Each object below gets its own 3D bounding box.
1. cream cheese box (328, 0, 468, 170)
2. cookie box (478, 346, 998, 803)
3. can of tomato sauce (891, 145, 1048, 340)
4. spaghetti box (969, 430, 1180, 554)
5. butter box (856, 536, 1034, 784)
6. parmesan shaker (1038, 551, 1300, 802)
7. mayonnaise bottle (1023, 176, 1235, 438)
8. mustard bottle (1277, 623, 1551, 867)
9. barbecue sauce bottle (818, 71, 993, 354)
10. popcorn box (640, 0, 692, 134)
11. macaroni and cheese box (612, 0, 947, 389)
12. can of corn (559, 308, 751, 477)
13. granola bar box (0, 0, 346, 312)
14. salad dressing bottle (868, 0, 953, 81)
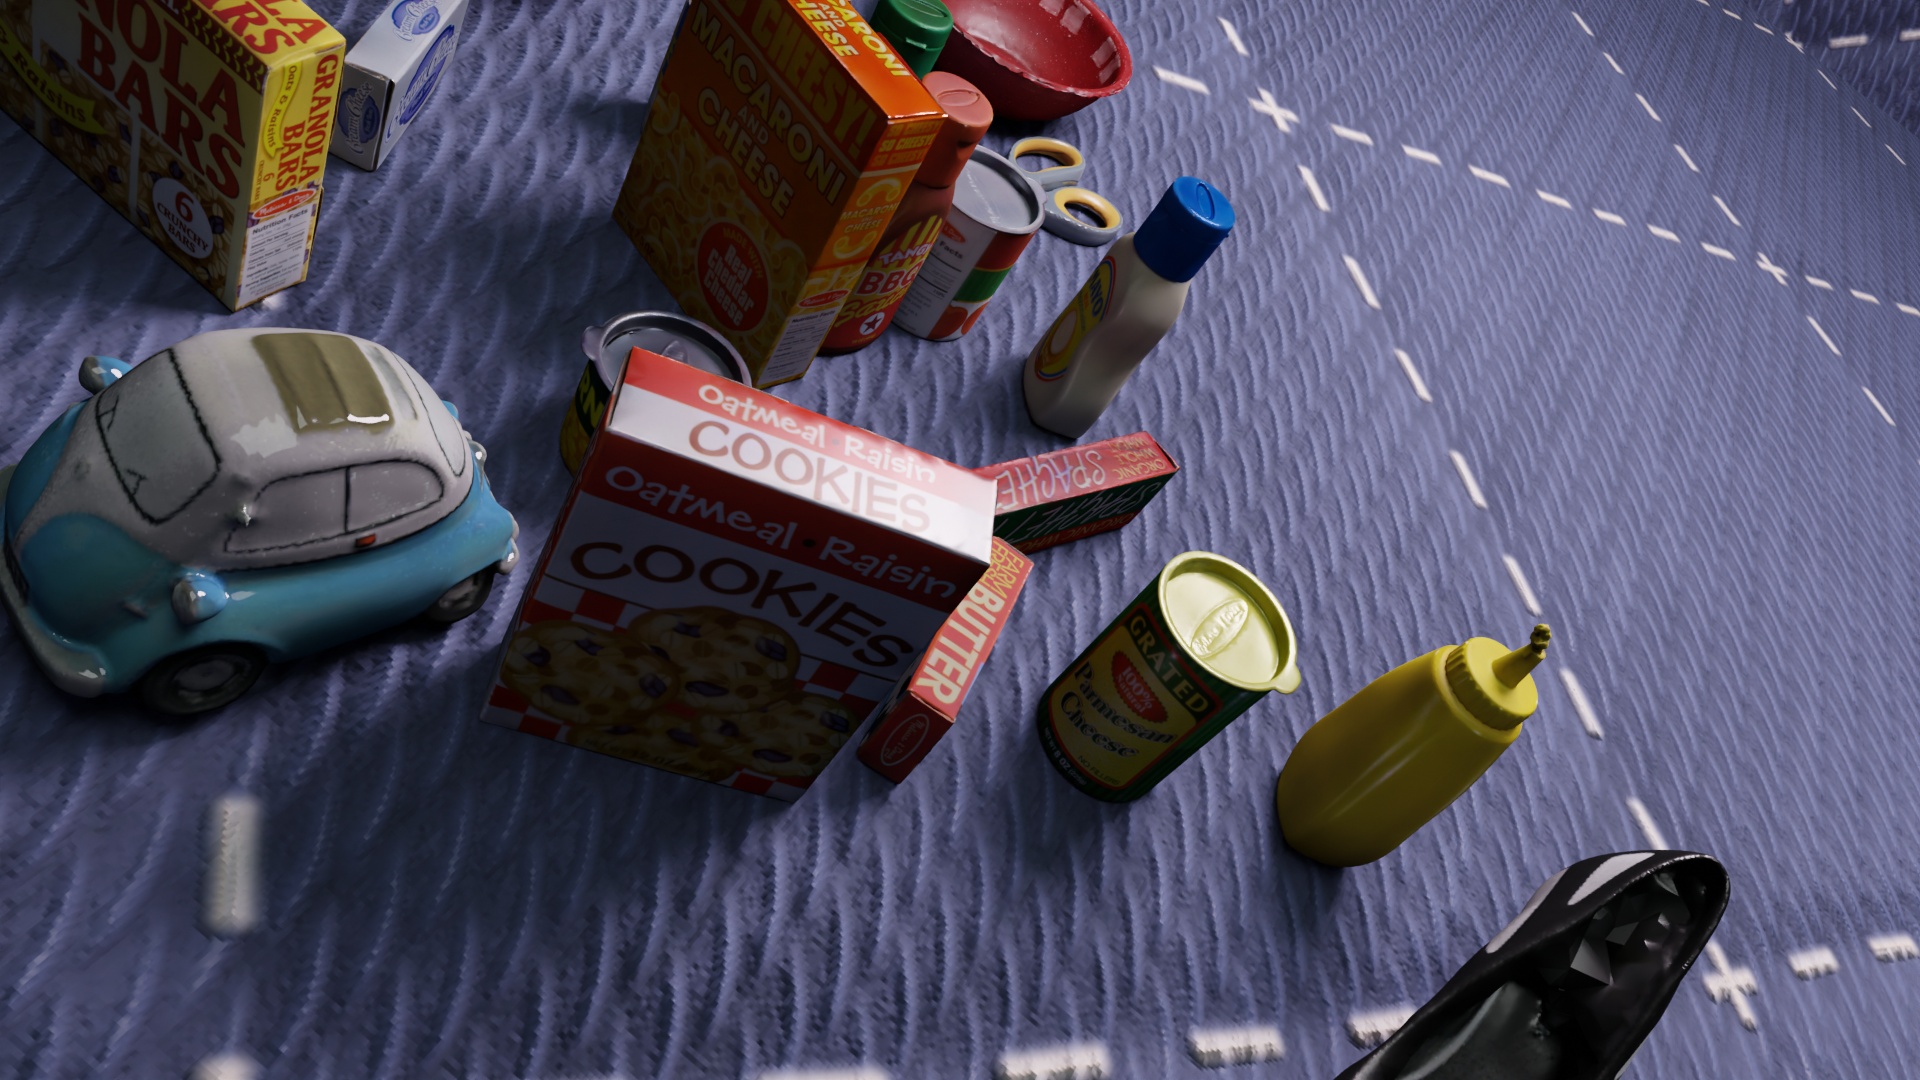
[{"bbox_3d":[-0.259,-0.222,0.645,0.024,0.053,0.104,23,45,-15],"label":"cream cheese box"},{"bbox_3d":[-0.080,0.021,0.471,0.123,0.166,0.040,19,46,-19],"label":"cookie box"},{"bbox_3d":[-0.003,-0.157,0.735,0.071,0.082,0.071,18,46,-20],"label":"can of tomato sauce"},{"bbox_3d":[0.002,-0.008,0.635,0.251,0.050,0.029,-15,64,-40],"label":"spaghetti box"},{"bbox_3d":[-0.005,0.048,0.580,0.024,0.052,0.104,34,43,-4],"label":"butter box"},{"bbox_3d":[0.087,0.063,0.591,0.071,0.102,0.072,18,46,-20],"label":"parmesan shaker"},{"bbox_3d":[0.084,-0.120,0.712,0.041,0.147,0.065,17,47,-21],"label":"mayonnaise bottle"},{"bbox_3d":[0.202,0.085,0.605,0.049,0.159,0.066,25,44,-13],"label":"mustard bottle"},{"bbox_3d":[-0.034,-0.154,0.664,0.065,0.147,0.044,-25,71,-44],"label":"barbecue sauce bottle"},{"bbox_3d":[-0.095,-0.233,0.738,0.127,0.084,0.038,15,47,-22],"label":"popcorn box"},{"bbox_3d":[-0.088,-0.169,0.628,0.040,0.165,0.124,-24,70,-43],"label":"macaroni and cheese box"},{"bbox_3d":[-0.131,-0.054,0.582,0.071,0.058,0.071,18,46,-20],"label":"can of corn"},{"bbox_3d":[-0.314,-0.187,0.528,0.165,0.123,0.039,41,43,4],"label":"granola bar box"},{"bbox_3d":[-0.051,-0.208,0.700,0.064,0.147,0.044,13,48,-24],"label":"salad dressing bottle"}]
